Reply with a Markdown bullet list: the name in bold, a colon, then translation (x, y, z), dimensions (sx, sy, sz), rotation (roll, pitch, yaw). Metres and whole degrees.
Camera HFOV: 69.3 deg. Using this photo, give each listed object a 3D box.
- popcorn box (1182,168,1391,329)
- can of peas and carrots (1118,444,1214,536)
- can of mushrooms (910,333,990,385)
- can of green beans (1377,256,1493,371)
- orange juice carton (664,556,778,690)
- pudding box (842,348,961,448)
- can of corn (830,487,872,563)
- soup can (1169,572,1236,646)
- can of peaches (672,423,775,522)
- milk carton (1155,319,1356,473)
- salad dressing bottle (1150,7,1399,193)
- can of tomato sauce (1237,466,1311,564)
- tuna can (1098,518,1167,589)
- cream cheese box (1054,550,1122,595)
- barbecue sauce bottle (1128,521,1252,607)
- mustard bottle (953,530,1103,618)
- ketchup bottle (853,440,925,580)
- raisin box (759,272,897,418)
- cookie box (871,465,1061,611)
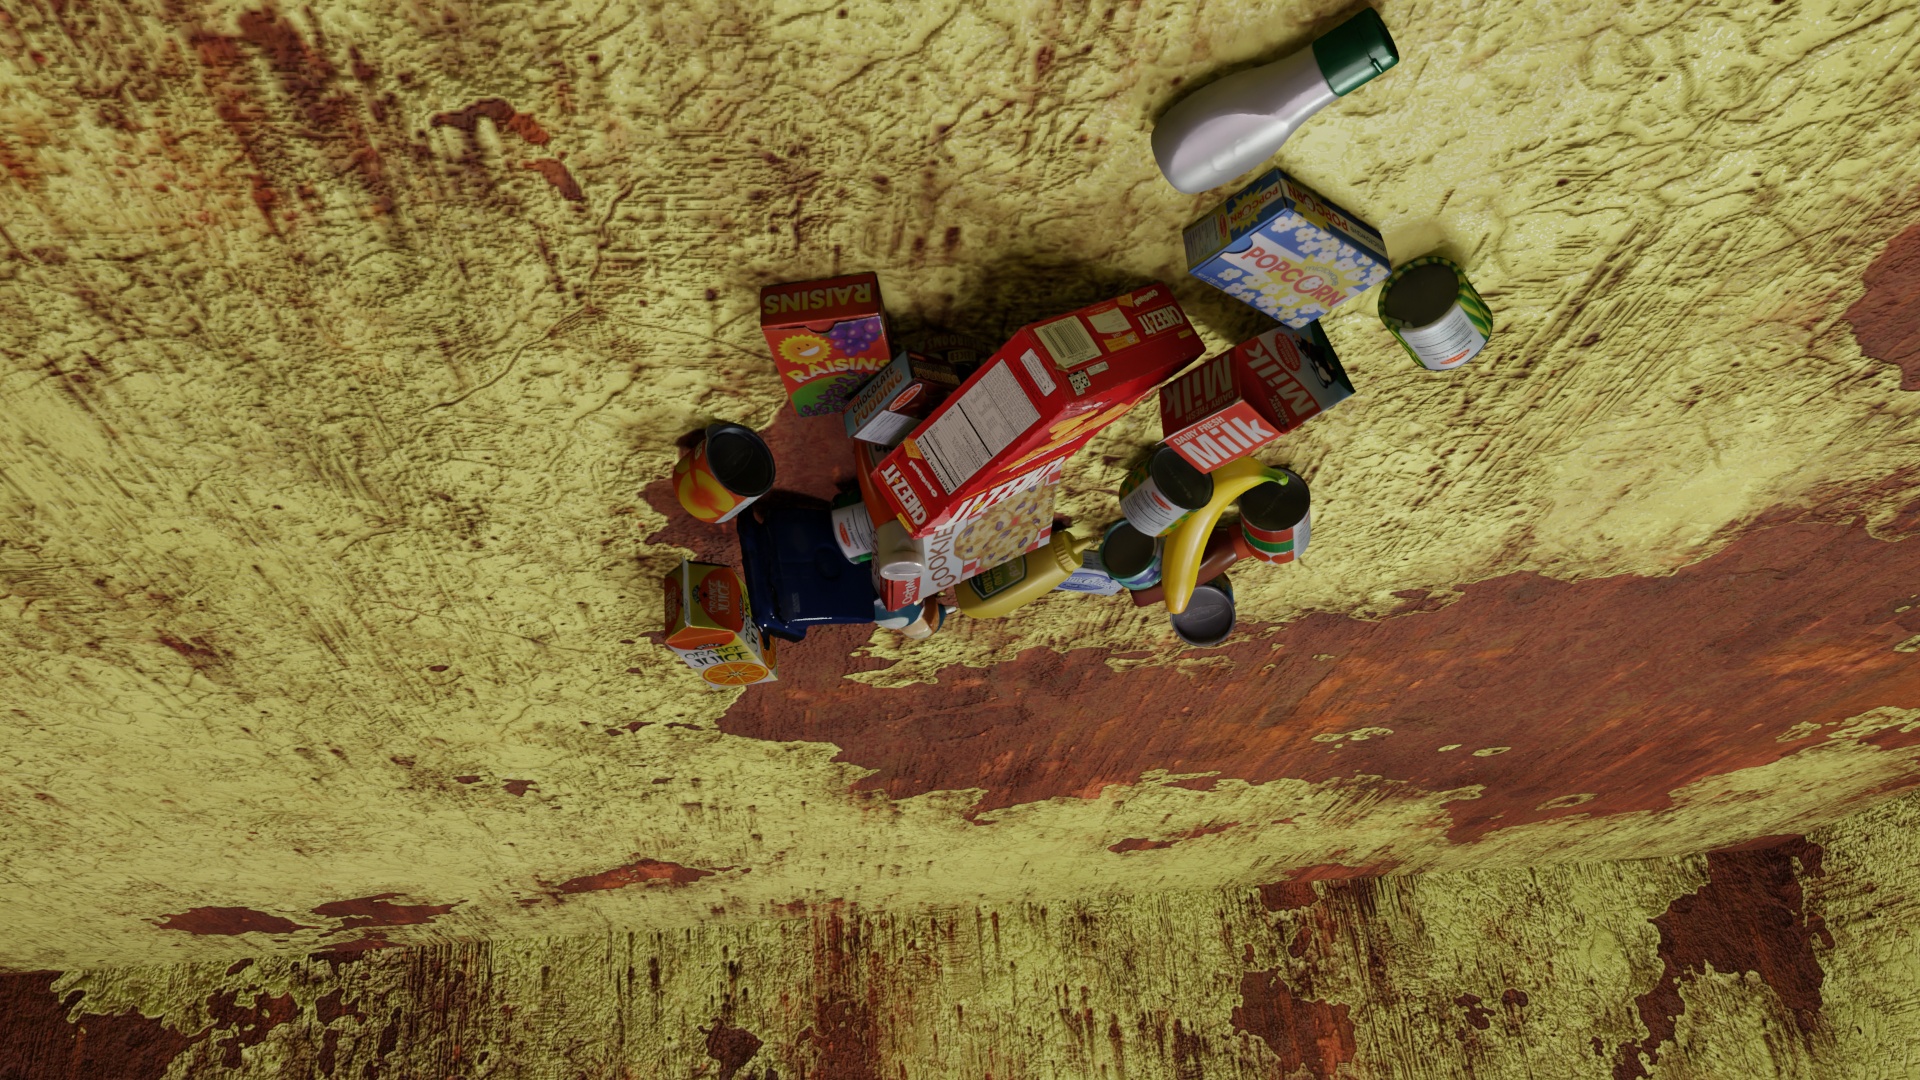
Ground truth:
- **popcorn box**: translation (0.229, -0.201, 0.971), dimensions (0.127, 0.038, 0.085), rotation (16, 147, -38)
- **can of peas and carrots**: translation (0.186, -0.046, 1.250), dimensions (0.071, 0.071, 0.058), rotation (7, 151, -25)
- **can of mushrooms**: translation (-0.008, -0.130, 1.072), dimensions (0.071, 0.033, 0.070), rotation (-4, 154, -2)
- **can of green beans**: translation (0.350, -0.168, 1.026), dimensions (0.071, 0.071, 0.057), rotation (-23, 143, 31)
- **orange juice carton**: translation (-0.249, 0.085, 1.416), dimensions (0.073, 0.072, 0.192), rotation (-10, 154, 7)
- **pudding box**: translation (-0.044, -0.104, 1.033), dimensions (0.050, 0.030, 0.083), rotation (11, 144, -41)
- **can of corn**: translation (-0.075, -0.019, 1.250), dimensions (0.058, 0.071, 0.071), rotation (-16, 152, 18)
- **soup can**: translation (0.251, 0.063, 1.447), dimensions (0.071, 0.071, 0.084), rotation (-12, -167, 12)
- **can of peaches**: translation (-0.198, -0.056, 1.148), dimensions (0.071, 0.071, 0.058), rotation (15, 147, -36)
- **milk carton**: translation (0.212, -0.106, 1.019), dimensions (0.072, 0.073, 0.191), rotation (-29, 179, 40)
- **salad dressing bottle**: translation (0.187, -0.262, 0.831), dimensions (0.147, 0.044, 0.064), rotation (-25, 146, 32)
- **can of tomato sauce**: translation (0.297, -0.023, 1.318), dimensions (0.071, 0.071, 0.083), rotation (-11, 154, 10)
- **tuna can**: translation (0.168, 0.013, 1.363), dimensions (0.071, 0.071, 0.033), rotation (-19, 149, 26)
- **cream cheese box**: translation (0.125, 0.032, 1.440), dimensions (0.104, 0.024, 0.053), rotation (7, 150, -25)
- **barbecue sauce bottle**: translation (0.236, 0.015, 1.391), dimensions (0.148, 0.065, 0.043), rotation (-19, 142, 8)
- **mustard bottle**: translation (0.069, 0.025, 1.375), dimensions (0.160, 0.065, 0.049), rotation (-25, 153, 24)
- **ketchup bottle**: translation (-0.051, -0.042, 1.110), dimensions (0.065, 0.149, 0.043), rotation (0, 154, -11)
- **raisin box**: translation (-0.093, -0.141, 1.024), dimensions (0.086, 0.040, 0.123), rotation (-6, 153, 3)
- **cookie box**: translation (0.004, -0.015, 1.206), dimensions (0.168, 0.040, 0.122), rotation (-23, 148, -20)
